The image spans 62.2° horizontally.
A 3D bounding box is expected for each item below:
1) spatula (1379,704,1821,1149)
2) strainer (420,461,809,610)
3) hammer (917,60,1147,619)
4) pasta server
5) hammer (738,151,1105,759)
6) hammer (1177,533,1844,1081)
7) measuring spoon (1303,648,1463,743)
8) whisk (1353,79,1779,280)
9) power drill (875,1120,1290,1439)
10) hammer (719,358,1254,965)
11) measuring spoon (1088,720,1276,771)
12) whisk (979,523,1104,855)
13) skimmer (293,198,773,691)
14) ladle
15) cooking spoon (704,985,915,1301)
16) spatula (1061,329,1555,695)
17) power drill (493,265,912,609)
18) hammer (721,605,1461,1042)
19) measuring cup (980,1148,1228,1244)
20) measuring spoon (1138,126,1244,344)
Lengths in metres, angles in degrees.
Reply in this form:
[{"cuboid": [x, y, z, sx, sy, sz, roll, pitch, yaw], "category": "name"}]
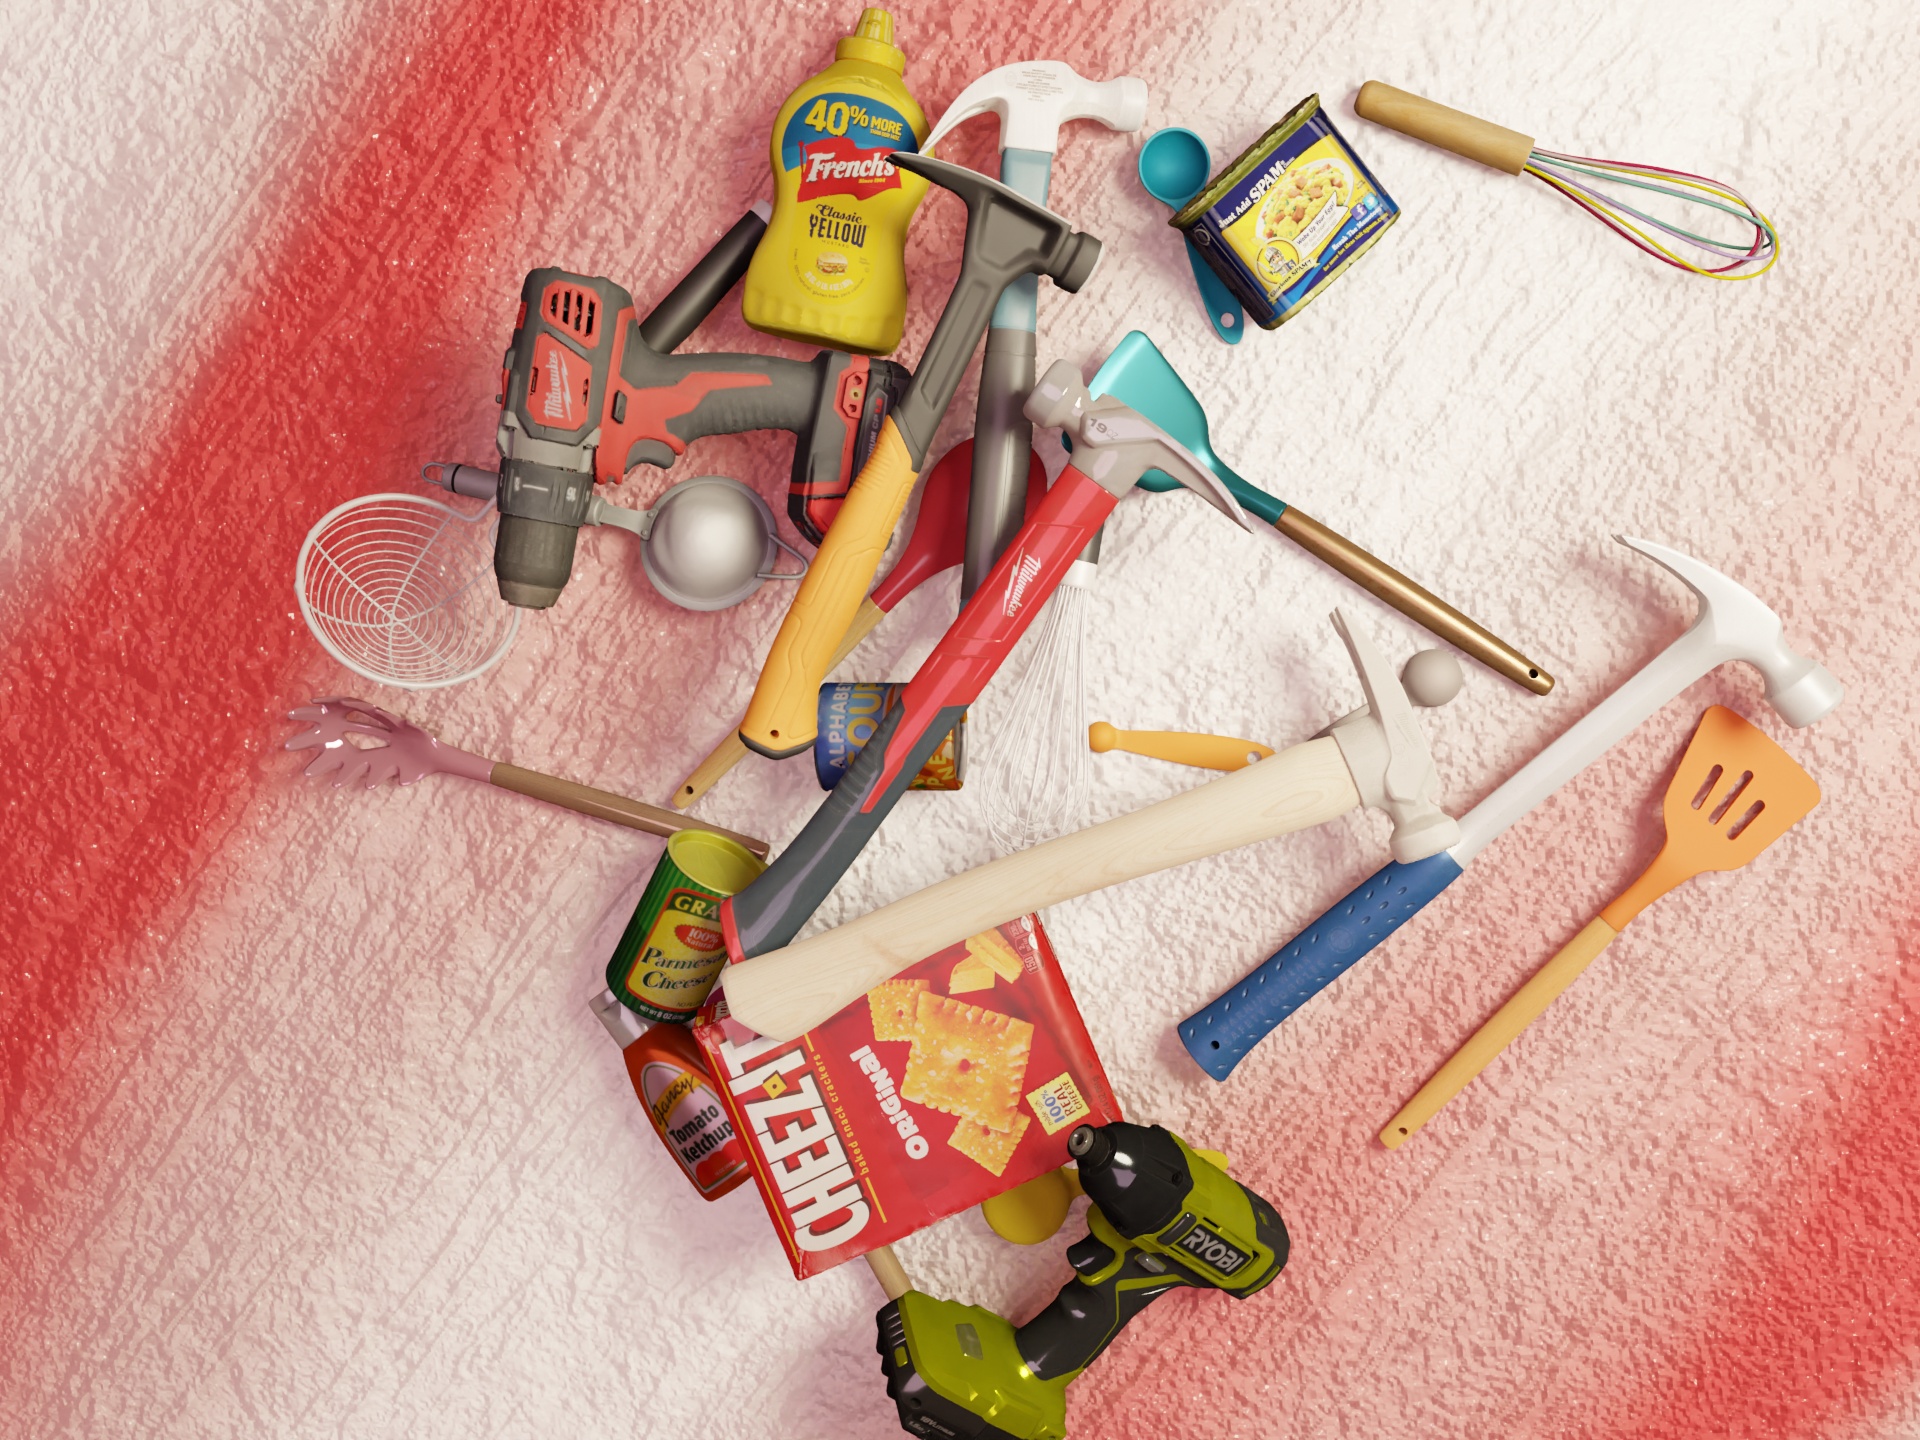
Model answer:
[{"cuboid": [0.359, 0.134, 0.927, 0.081, 0.041, 0.322, 41, 104, 4], "category": "spatula"}, {"cuboid": [-0.221, -0.128, 0.987, 0.258, 0.050, 0.087, 14, 81, 11], "category": "strainer"}, {"cuboid": [0.030, -0.210, 0.916, 0.128, 0.033, 0.331, 4, 93, -10], "category": "hammer"}, {"cuboid": [-0.274, 0.044, 1.011, 0.316, 0.040, 0.060, 16, 110, 6], "category": "pasta server"}, {"cuboid": [-0.048, -0.135, 0.875, 0.127, 0.034, 0.337, 23, 99, -16], "category": "hammer"}, {"cuboid": [0.284, 0.064, 0.909, 0.405, 0.035, 0.144, -43, 86, 14], "category": "hammer"}, {"cuboid": [0.240, 0.001, 0.934, 0.124, 0.018, 0.034, -35, 89, 11], "category": "measuring spoon"}, {"cuboid": [0.334, -0.302, 0.882, 0.245, 0.051, 0.047, 25, 104, 9], "category": "whisk"}, {"cuboid": [0.062, 0.332, 0.935, 0.223, 0.080, 0.171, -44, 122, 11], "category": "power drill"}, {"cuboid": [-0.001, -0.003, 0.895, 0.143, 0.038, 0.386, 36, 100, 1], "category": "hammer"}, {"cuboid": [0.133, 0.017, 0.956, 0.117, 0.011, 0.021, 8, 96, 8], "category": "measuring spoon"}, {"cuboid": [0.062, -0.055, 0.943, 0.070, 0.070, 0.284, 11, 91, 8], "category": "whisk"}, {"cuboid": [-0.232, -0.172, 0.931, 0.127, 0.090, 0.363, 43, 90, -7], "category": "skimmer"}, {"cuboid": [-0.069, -0.054, 0.976, 0.315, 0.031, 0.069, -44, 89, 12], "category": "ladle"}, {"cuboid": [-0.069, 0.302, 0.999, 0.017, 0.069, 0.319, -21, 99, 53], "category": "cooking spoon"}, {"cuboid": [0.208, -0.105, 0.918, 0.317, 0.044, 0.082, 33, 86, 4], "category": "spatula"}, {"cuboid": [-0.152, -0.144, 0.909, 0.226, 0.080, 0.188, 9, 96, -17], "category": "power drill"}, {"cuboid": [0.059, 0.073, 0.887, 0.410, 0.038, 0.146, -21, 83, 2], "category": "hammer"}, {"cuboid": [0.087, 0.287, 0.977, 0.156, 0.029, 0.062, -13, 93, 12], "category": "measuring cup"}, {"cuboid": [0.138, -0.281, 0.930, 0.042, 0.021, 0.128, -21, 101, 1], "category": "measuring spoon"}]
